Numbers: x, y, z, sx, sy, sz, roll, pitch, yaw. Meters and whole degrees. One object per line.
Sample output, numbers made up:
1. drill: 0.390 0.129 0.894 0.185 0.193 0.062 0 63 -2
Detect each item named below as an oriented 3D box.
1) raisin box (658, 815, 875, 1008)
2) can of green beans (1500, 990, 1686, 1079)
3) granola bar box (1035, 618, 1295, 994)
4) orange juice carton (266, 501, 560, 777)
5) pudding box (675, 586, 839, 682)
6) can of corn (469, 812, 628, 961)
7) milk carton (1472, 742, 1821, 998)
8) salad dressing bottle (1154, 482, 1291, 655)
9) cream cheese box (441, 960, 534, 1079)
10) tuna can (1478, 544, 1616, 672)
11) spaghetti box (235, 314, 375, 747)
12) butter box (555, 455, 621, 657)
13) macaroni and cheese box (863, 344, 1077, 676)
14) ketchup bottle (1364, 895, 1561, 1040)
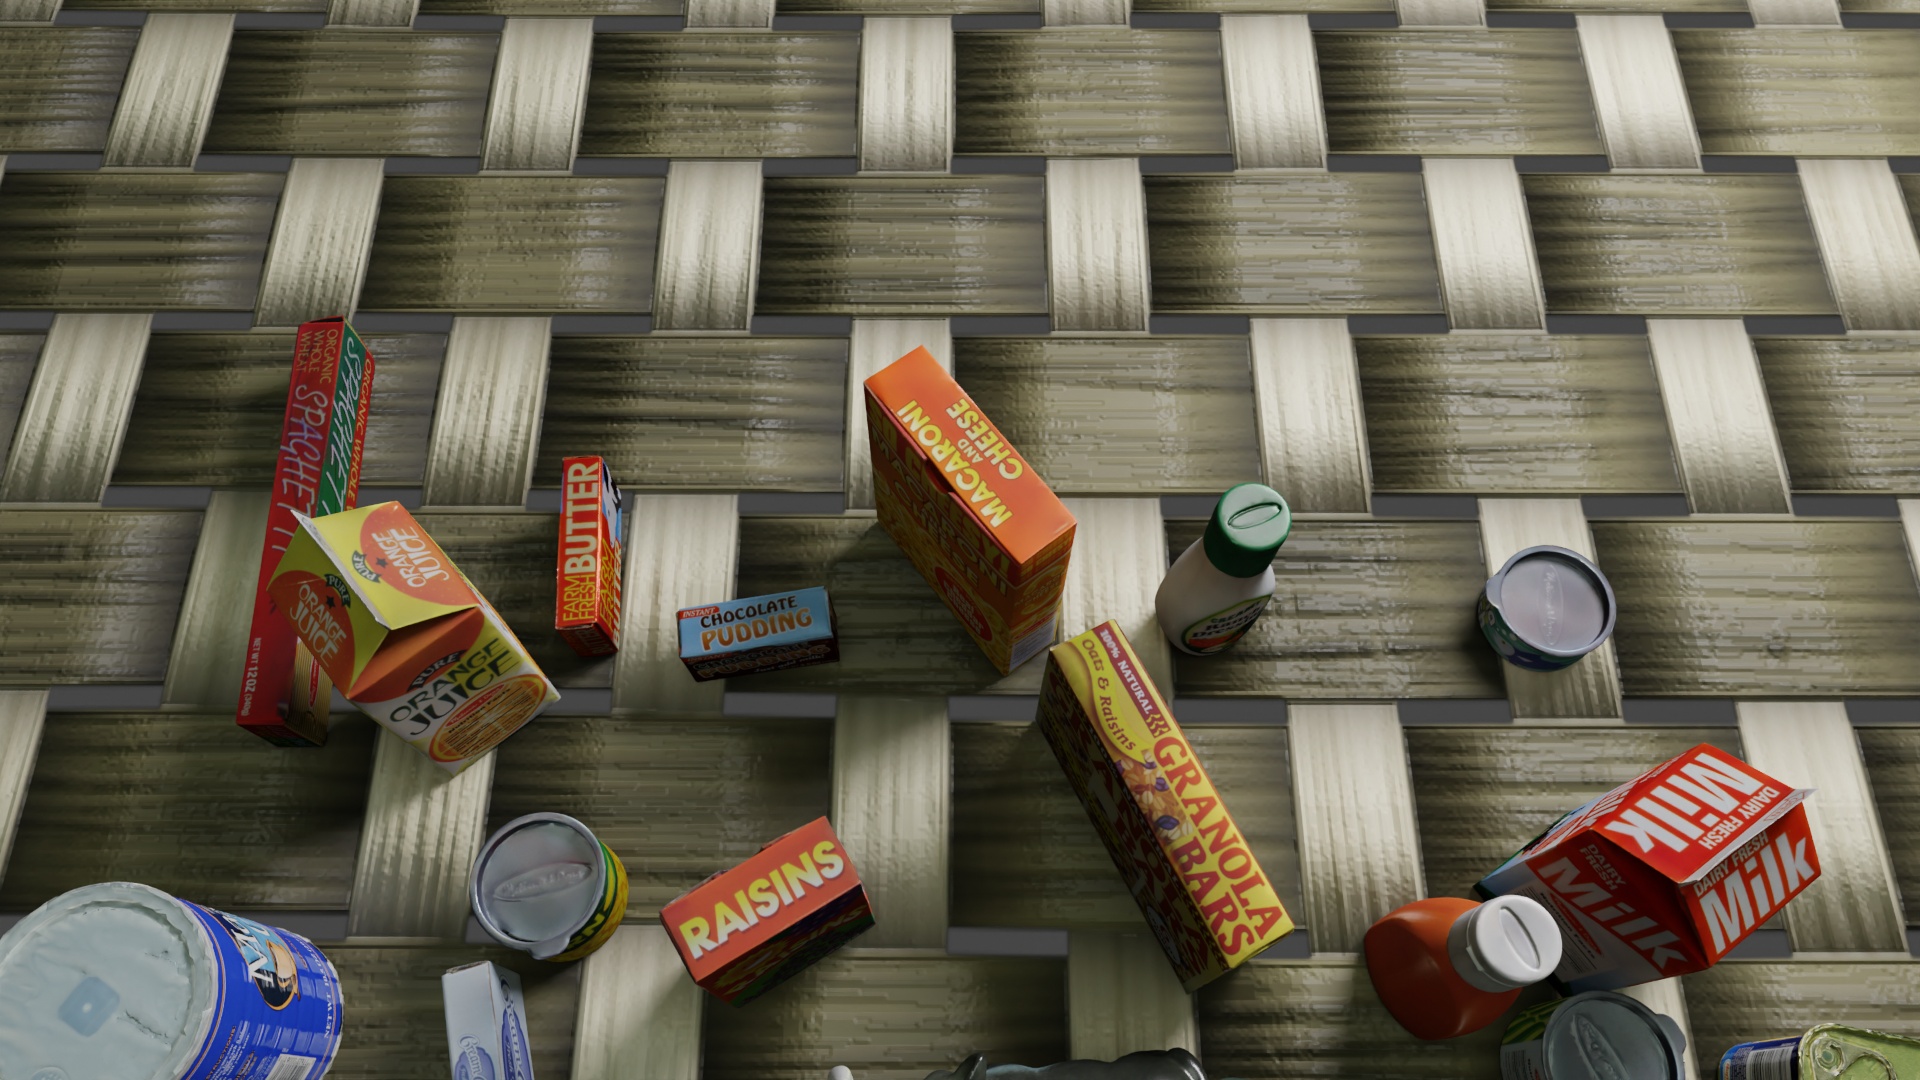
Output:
1. raisin box: -0.088 0.180 0.667 0.086 0.123 0.040 -28 70 -12
2. can of green beans: 0.304 0.255 0.672 0.071 0.057 0.071 0 67 0
3. granola bar box: 0.095 0.134 0.688 0.039 0.123 0.166 -25 69 -10
4. orange juice carton: -0.271 0.047 0.687 0.073 0.192 0.072 -38 72 -15
5. pudding box: -0.110 0.052 0.763 0.084 0.049 0.030 -8 67 -4
6. can of corn: -0.206 0.179 0.702 0.071 0.058 0.071 0 67 0
7. milk carton: 0.319 0.154 0.644 0.072 0.189 0.073 -32 70 -13
8. salad dressing bottle: 0.139 0.017 0.727 0.064 0.147 0.044 -19 68 -8
9. cream cheese box: -0.225 0.259 0.670 0.024 0.053 0.104 -14 67 -6
10. tuna can: 0.326 0.038 0.780 0.071 0.032 0.071 0 66 0
11. spaghetti box: -0.368 -0.009 0.789 0.029 0.050 0.251 -3 66 -1
12. butter box: -0.208 0.009 0.780 0.024 0.053 0.104 -4 67 -2
13. macaroni and cheese box: 0.003 -0.009 0.727 0.040 0.165 0.124 -35 71 -14
14. ketchup bottle: 0.233 0.196 0.648 0.043 0.148 0.065 -22 69 -9
